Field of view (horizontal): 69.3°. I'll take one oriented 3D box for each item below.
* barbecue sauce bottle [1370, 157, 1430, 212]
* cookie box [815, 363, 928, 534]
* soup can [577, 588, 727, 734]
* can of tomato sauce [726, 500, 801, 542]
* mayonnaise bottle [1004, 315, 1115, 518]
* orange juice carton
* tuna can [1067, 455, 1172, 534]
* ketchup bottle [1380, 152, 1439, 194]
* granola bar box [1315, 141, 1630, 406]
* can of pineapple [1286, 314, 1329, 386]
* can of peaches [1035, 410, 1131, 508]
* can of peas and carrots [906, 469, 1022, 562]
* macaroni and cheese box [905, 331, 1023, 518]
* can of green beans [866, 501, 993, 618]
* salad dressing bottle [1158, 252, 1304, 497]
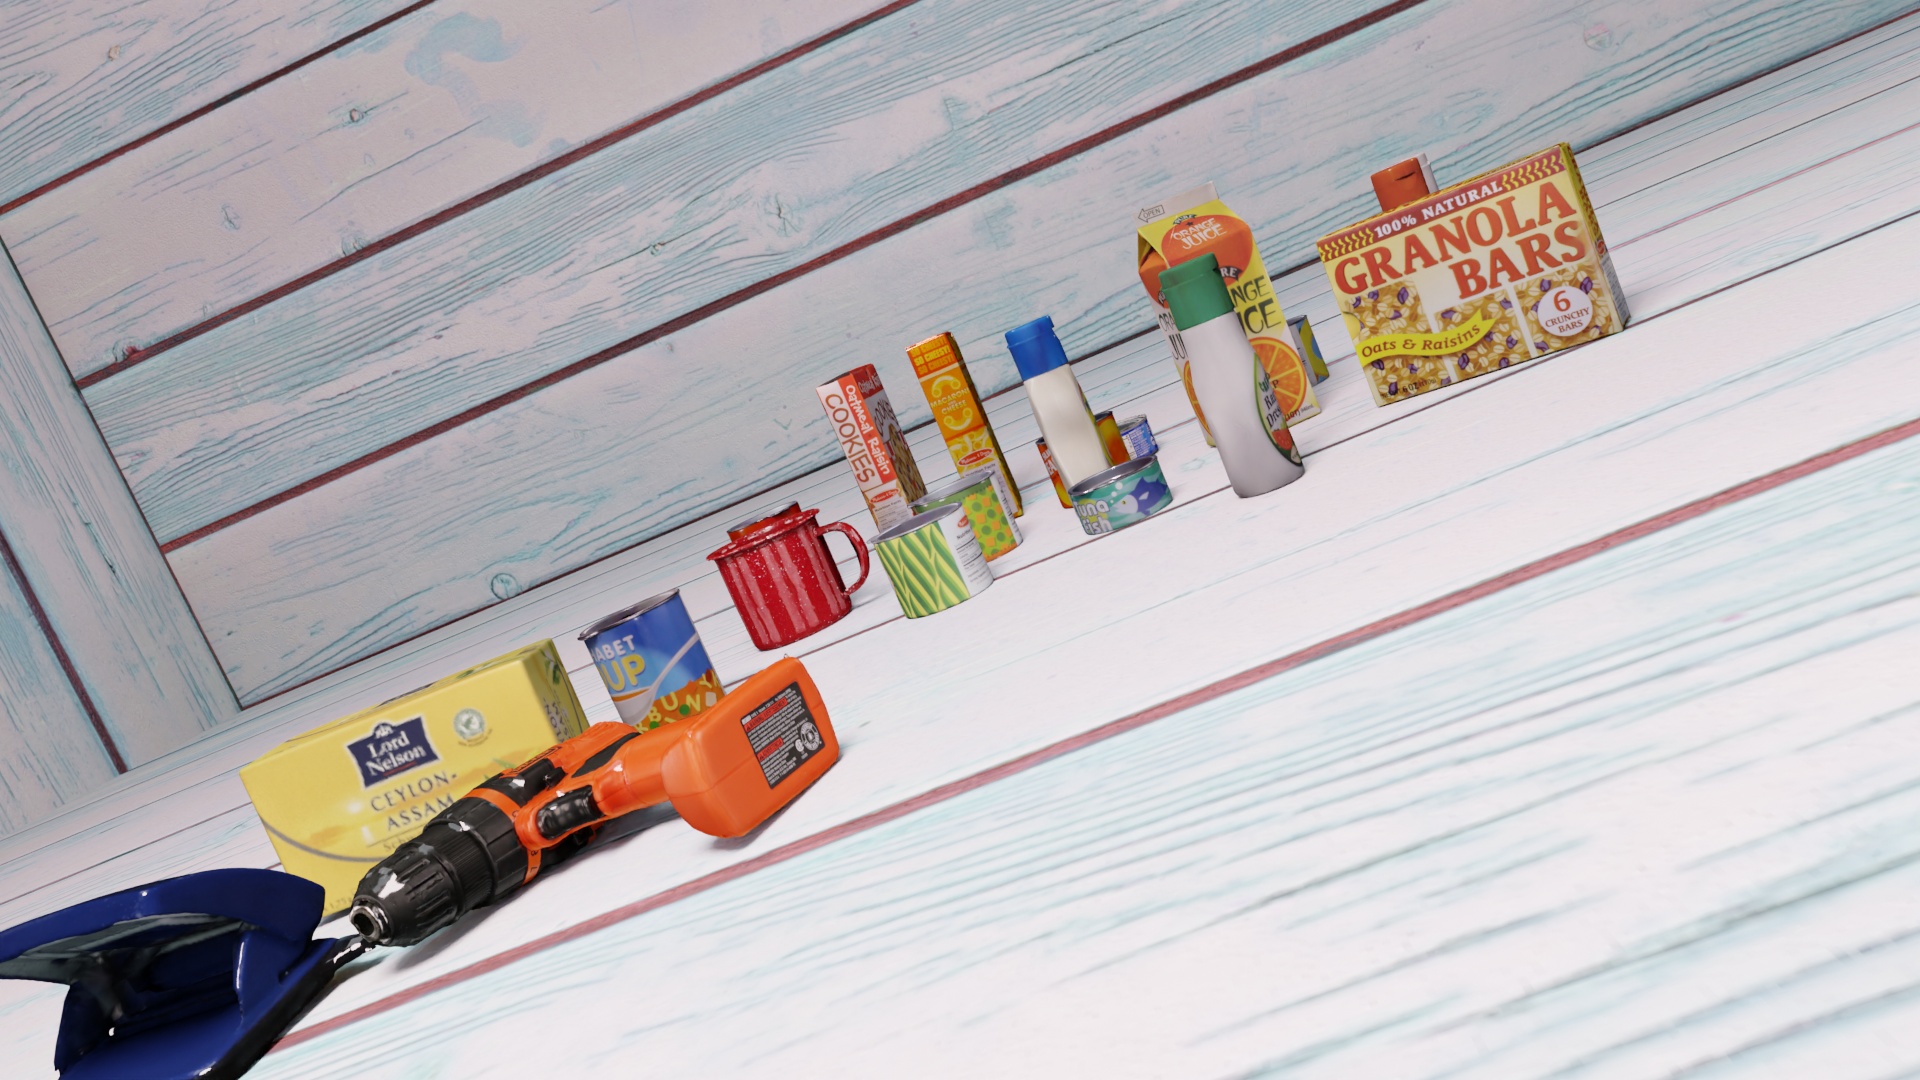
[{"bbox_3d":[0.355,-0.215,1.057,0.065,0.148,0.044,-23,8,1],"label":"barbecue sauce bottle"},{"bbox_3d":[-0.076,-0.082,1.315,0.040,0.167,0.123,-22,8,9],"label":"cookie box"},{"bbox_3d":[-0.192,0.083,0.868,0.071,0.083,0.071,-23,8,3],"label":"soup can"},{"bbox_3d":[-0.153,0.016,1.195,0.071,0.083,0.071,-23,8,3],"label":"can of tomato sauce"},{"bbox_3d":[0.077,-0.089,1.012,0.041,0.148,0.065,-22,8,8],"label":"mayonnaise bottle"},{"bbox_3d":[0.196,-0.171,1.056,0.072,0.192,0.073,-24,8,-7],"label":"orange juice carton"},{"bbox_3d":[0.108,-0.030,0.952,0.071,0.032,0.071,-23,8,3],"label":"tuna can"},{"bbox_3d":[0.383,-0.237,1.120,0.043,0.148,0.065,-20,8,22],"label":"ketchup bottle"},{"bbox_3d":[0.336,-0.173,0.921,0.165,0.124,0.039,-18,9,35],"label":"granola bar box"},{"bbox_3d":[0.282,-0.159,1.216,0.071,0.057,0.071,-23,8,3],"label":"can of pineapple"},{"bbox_3d":[0.099,-0.063,1.101,0.071,0.058,0.071,-23,8,3],"label":"can of peaches"},{"bbox_3d":[0.004,-0.013,1.036,0.071,0.058,0.071,-23,8,3],"label":"can of peas and carrots"},{"bbox_3d":[0.005,-0.099,1.208,0.040,0.166,0.124,-23,8,5],"label":"macaroni and cheese box"},{"bbox_3d":[-0.018,0.013,0.931,0.071,0.057,0.071,-23,8,3],"label":"can of green beans"},{"bbox_3d":[0.164,-0.101,0.851,0.044,0.147,0.064,-19,9,27],"label":"salad dressing bottle"}]
